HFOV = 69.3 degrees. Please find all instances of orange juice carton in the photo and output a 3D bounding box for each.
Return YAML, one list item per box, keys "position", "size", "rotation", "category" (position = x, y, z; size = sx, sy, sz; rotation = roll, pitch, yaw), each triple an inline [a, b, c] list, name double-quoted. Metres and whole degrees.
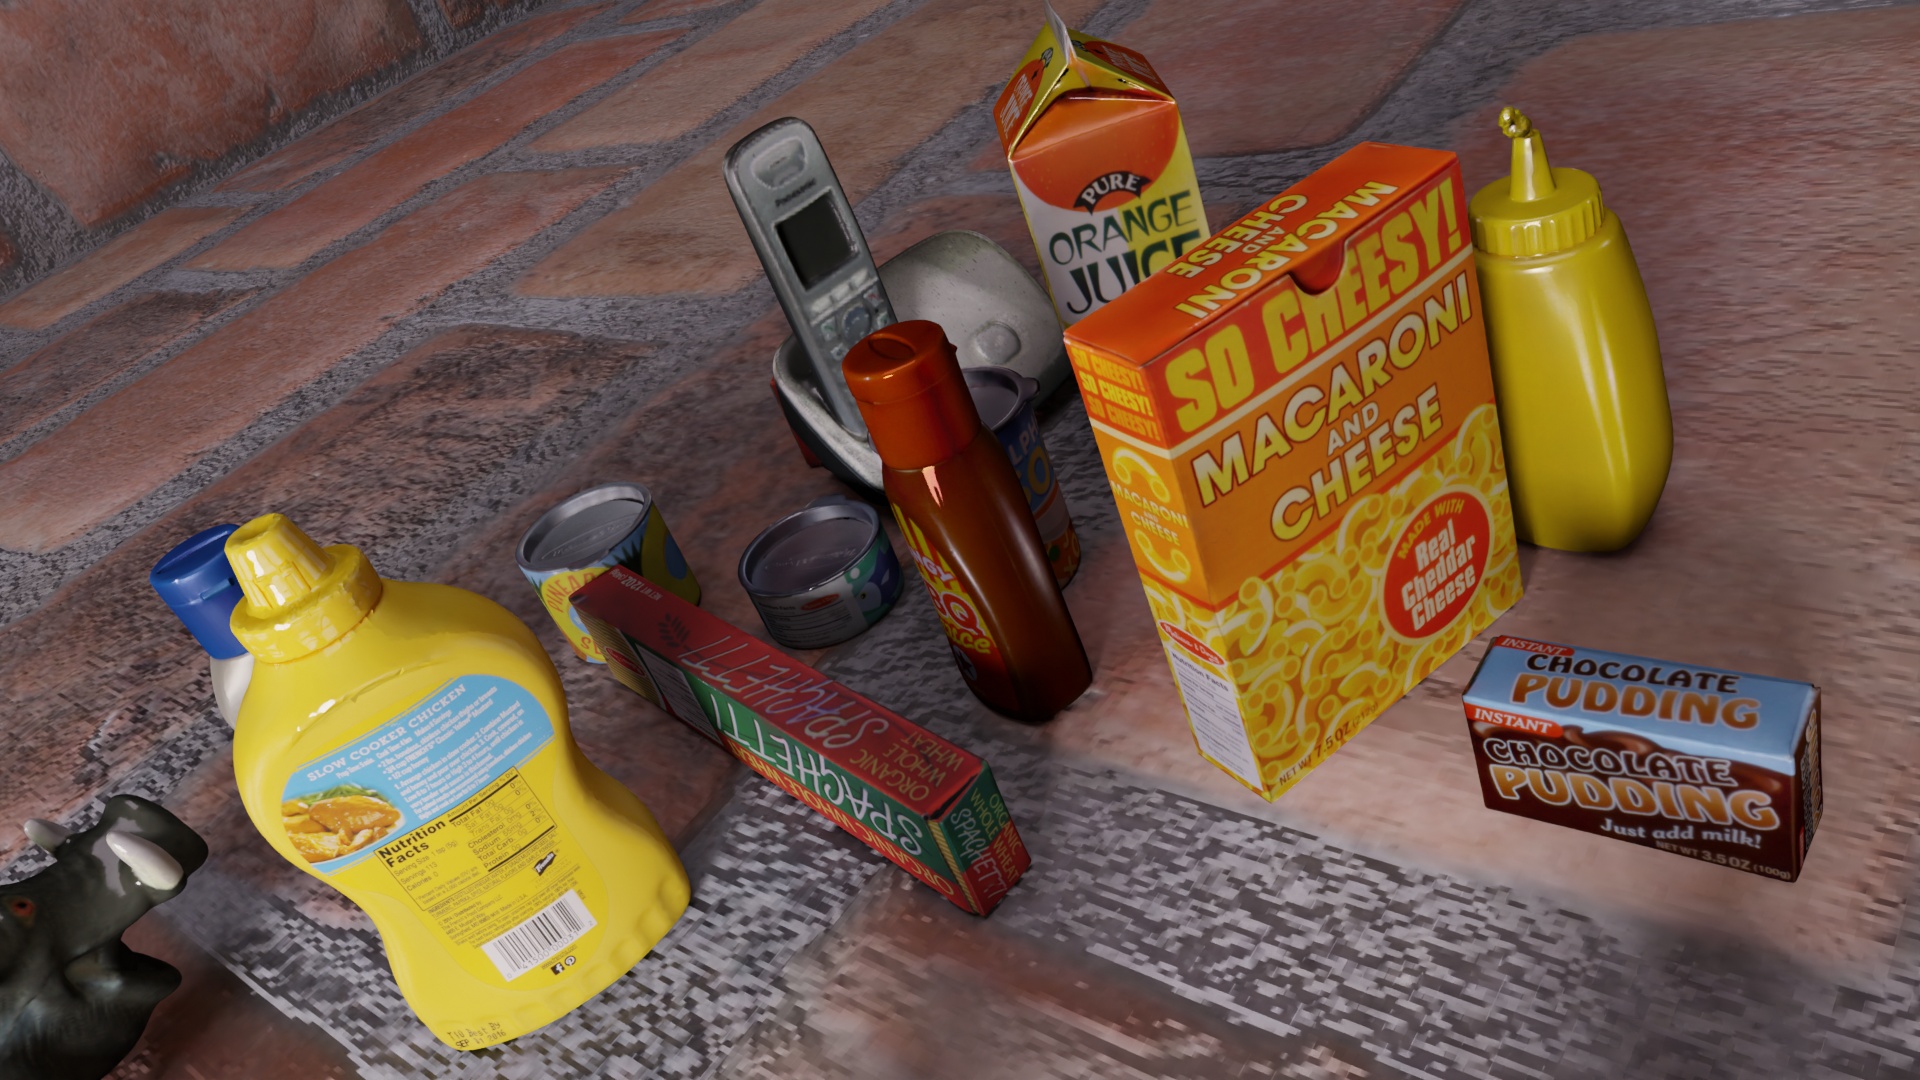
- position: [0.067, -0.140, 0.607]
  size: [0.073, 0.191, 0.072]
  rotation: [-18, 33, 7]
  category: "orange juice carton"

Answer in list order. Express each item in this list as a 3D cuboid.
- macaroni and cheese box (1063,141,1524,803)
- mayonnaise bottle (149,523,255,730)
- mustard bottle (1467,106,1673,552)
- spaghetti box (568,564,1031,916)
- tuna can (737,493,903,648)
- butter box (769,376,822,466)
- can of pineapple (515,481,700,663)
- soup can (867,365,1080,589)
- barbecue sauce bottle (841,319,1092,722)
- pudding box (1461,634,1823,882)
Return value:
- position: [0.111, -0.019, 0.429]
  size: [0.124, 0.165, 0.040]
  rotation: [-34, 34, -18]
  category: "macaroni and cheese box"
- position: [-0.255, 0.061, 0.546]
  size: [0.065, 0.147, 0.041]
  rotation: [-34, 34, -18]
  category: "mayonnaise bottle"
- position: [0.196, -0.070, 0.460]
  size: [0.065, 0.159, 0.049]
  rotation: [16, 48, 44]
  category: "mustard bottle"
- position: [-0.071, 0.066, 0.522]
  size: [0.029, 0.050, 0.250]
  rotation: [-40, 37, -25]
  category: "spaghetti box"
- position: [-0.060, 0.013, 0.607]
  size: [0.071, 0.032, 0.071]
  rotation: [-15, 33, 10]
  category: "tuna can"
- position: [-0.068, -0.090, 0.743]
  size: [0.024, 0.053, 0.104]
  rotation: [-9, 35, 20]
  category: "butter box"
- position: [-0.161, 0.016, 0.640]
  size: [0.071, 0.057, 0.071]
  rotation: [-15, 33, 10]
  category: "can of pineapple"
- position: [0.010, -0.020, 0.566]
  size: [0.071, 0.083, 0.072]
  rotation: [-15, 33, 11]
  category: "soup can"
- position: [0.002, -0.006, 0.492]
  size: [0.044, 0.148, 0.065]
  rotation: [-33, 34, -16]
  category: "barbecue sauce bottle"
- position: [0.187, 0.058, 0.382]
  size: [0.083, 0.049, 0.030]
  rotation: [9, 44, 39]
  category: "pudding box"
